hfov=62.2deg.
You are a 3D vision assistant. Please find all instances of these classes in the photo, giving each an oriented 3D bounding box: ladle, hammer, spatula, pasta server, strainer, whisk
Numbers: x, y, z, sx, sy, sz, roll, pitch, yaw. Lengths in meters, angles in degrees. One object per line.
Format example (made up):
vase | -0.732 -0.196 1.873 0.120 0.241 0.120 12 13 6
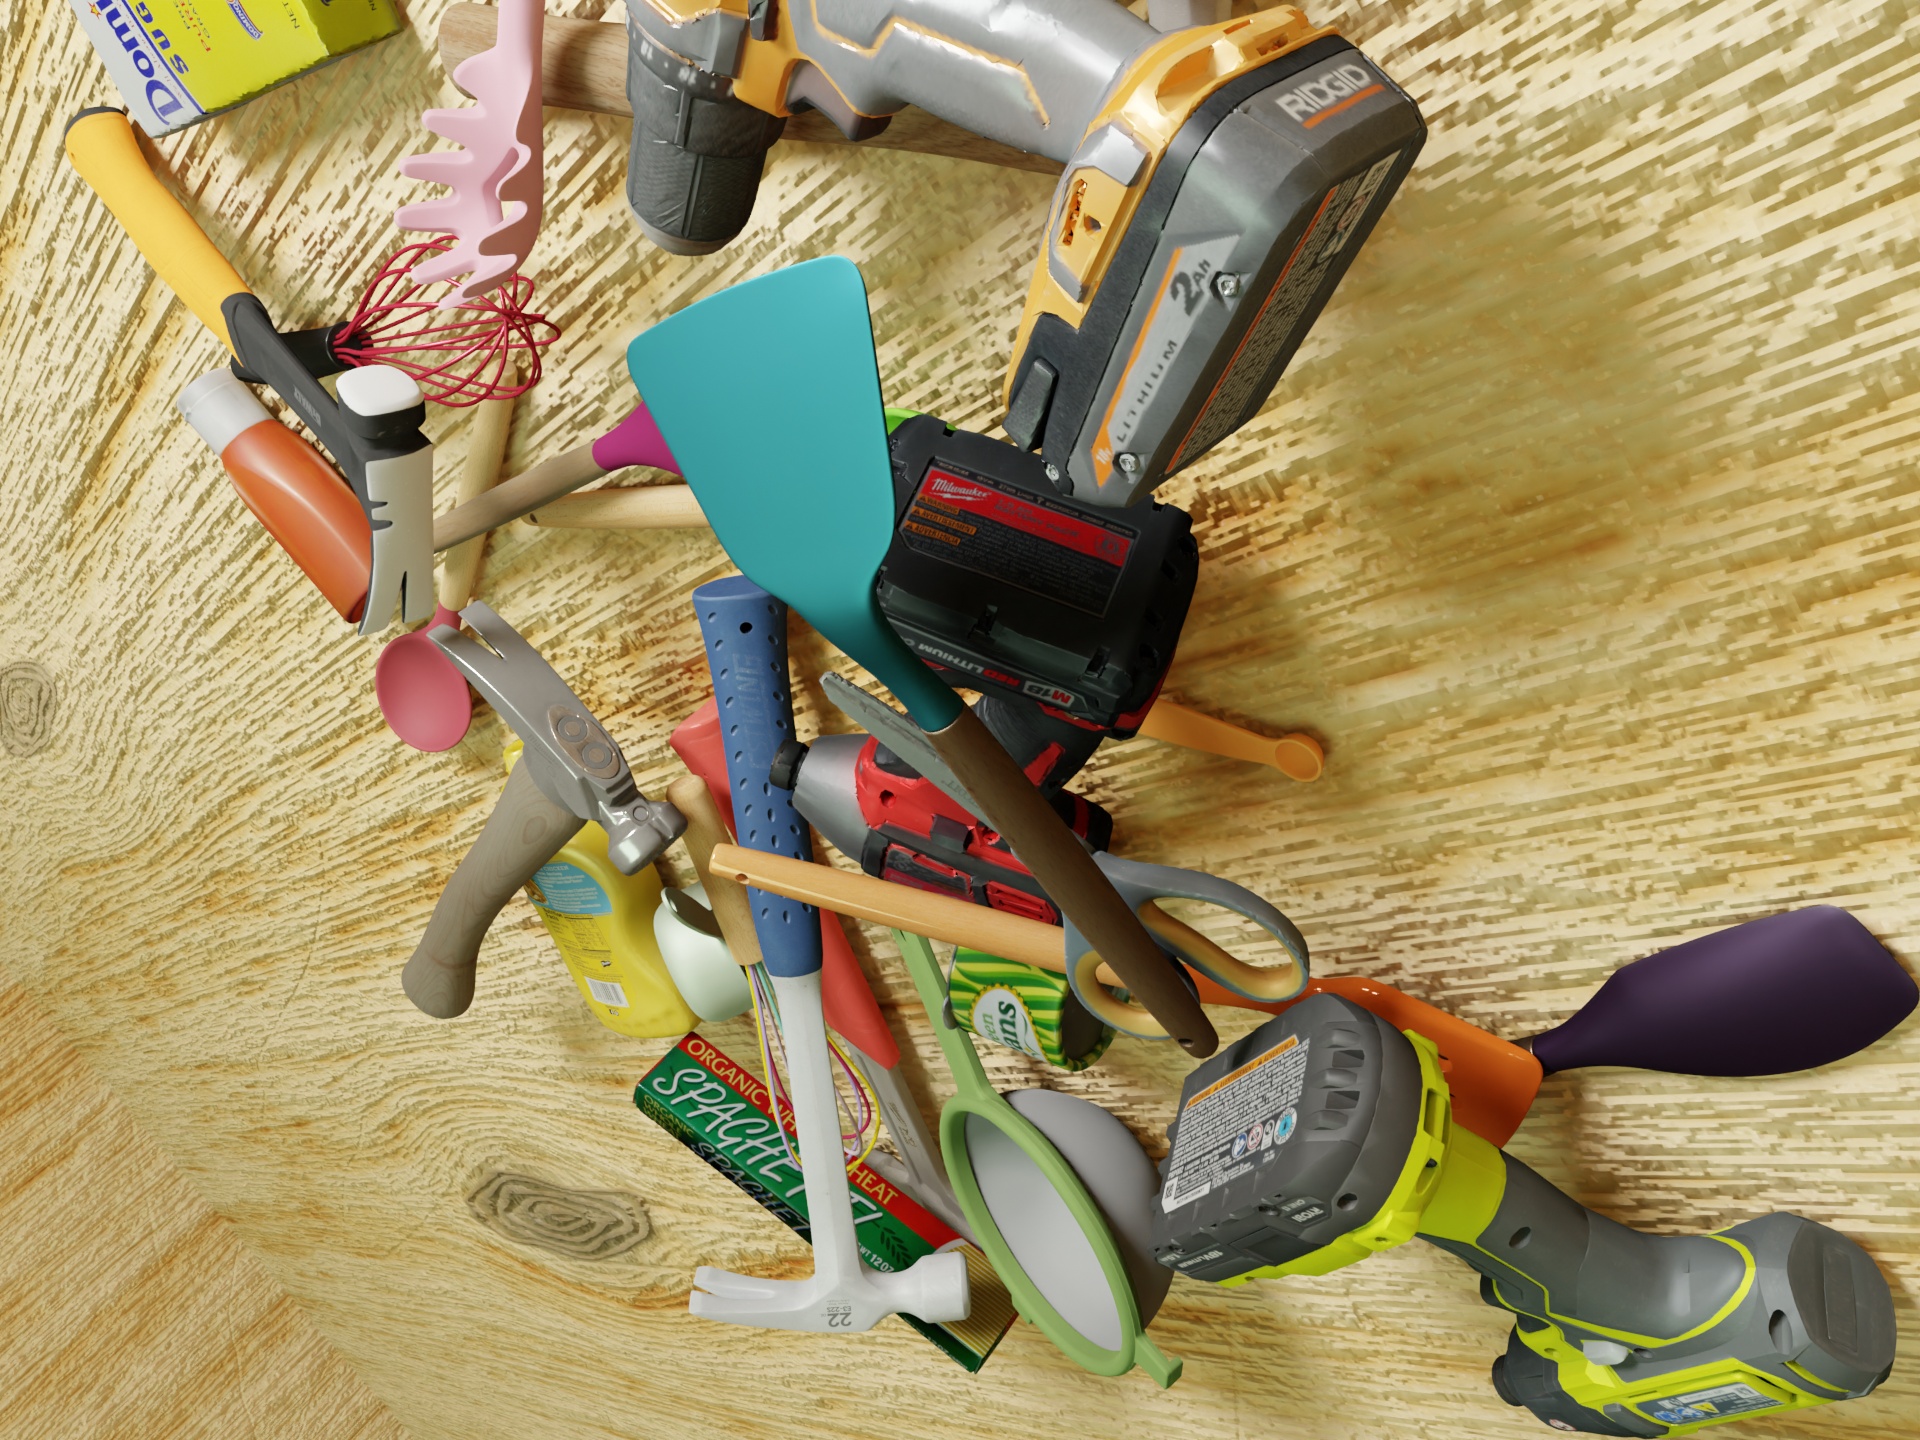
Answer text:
ladle | -0.267 -0.079 0.841 0.069 0.031 0.315 40 140 3
hammer | -0.055 -0.206 0.528 0.331 0.031 0.130 20 134 30
spatula | 0.012 0.007 0.494 0.082 0.044 0.317 -12 131 32
pasta server | -0.141 -0.277 0.506 0.060 0.040 0.316 46 135 27
spatula | 0.056 0.101 0.617 0.322 0.041 0.081 15 133 2
hammer | -0.084 0.129 0.763 0.144 0.035 0.405 -6 111 0
hammer | -0.335 -0.183 0.734 0.337 0.034 0.127 45 140 27
strainer | 0.037 0.187 0.776 0.151 0.069 0.256 -17 97 64
whisk | -0.277 -0.176 0.741 0.296 0.073 0.073 7 128 46
spatula | 0.203 0.133 0.602 0.059 0.018 0.316 47 141 -5
hammer | -0.269 0.082 0.883 0.146 0.038 0.410 48 143 1
whisk | -0.094 0.133 0.805 0.047 0.051 0.244 -14 114 11
hammer | -0.057 0.143 0.836 0.149 0.037 0.358 4 126 40

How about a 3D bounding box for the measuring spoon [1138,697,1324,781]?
measuring spoon | 0.086 -0.001 0.601 0.117 0.011 0.021 18 139 36

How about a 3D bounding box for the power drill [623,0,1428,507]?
power drill | -0.010 -0.159 0.440 0.226 0.084 0.185 43 142 12

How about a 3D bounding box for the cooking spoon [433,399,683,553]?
cooking spoon | -0.171 -0.111 0.705 0.319 0.017 0.069 -12 91 44

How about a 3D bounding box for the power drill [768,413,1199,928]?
power drill | -0.001 -0.002 0.591 0.143 0.079 0.219 20 147 5

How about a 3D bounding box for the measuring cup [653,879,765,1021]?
measuring cup | -0.143 0.114 0.822 0.083 0.038 0.167 63 178 17

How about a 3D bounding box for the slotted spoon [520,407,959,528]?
slotted spoon | -0.096 -0.093 0.672 0.314 0.031 0.070 5 126 43

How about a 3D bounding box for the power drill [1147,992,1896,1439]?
power drill | 0.190 0.198 0.588 0.223 0.080 0.171 28 142 -9
